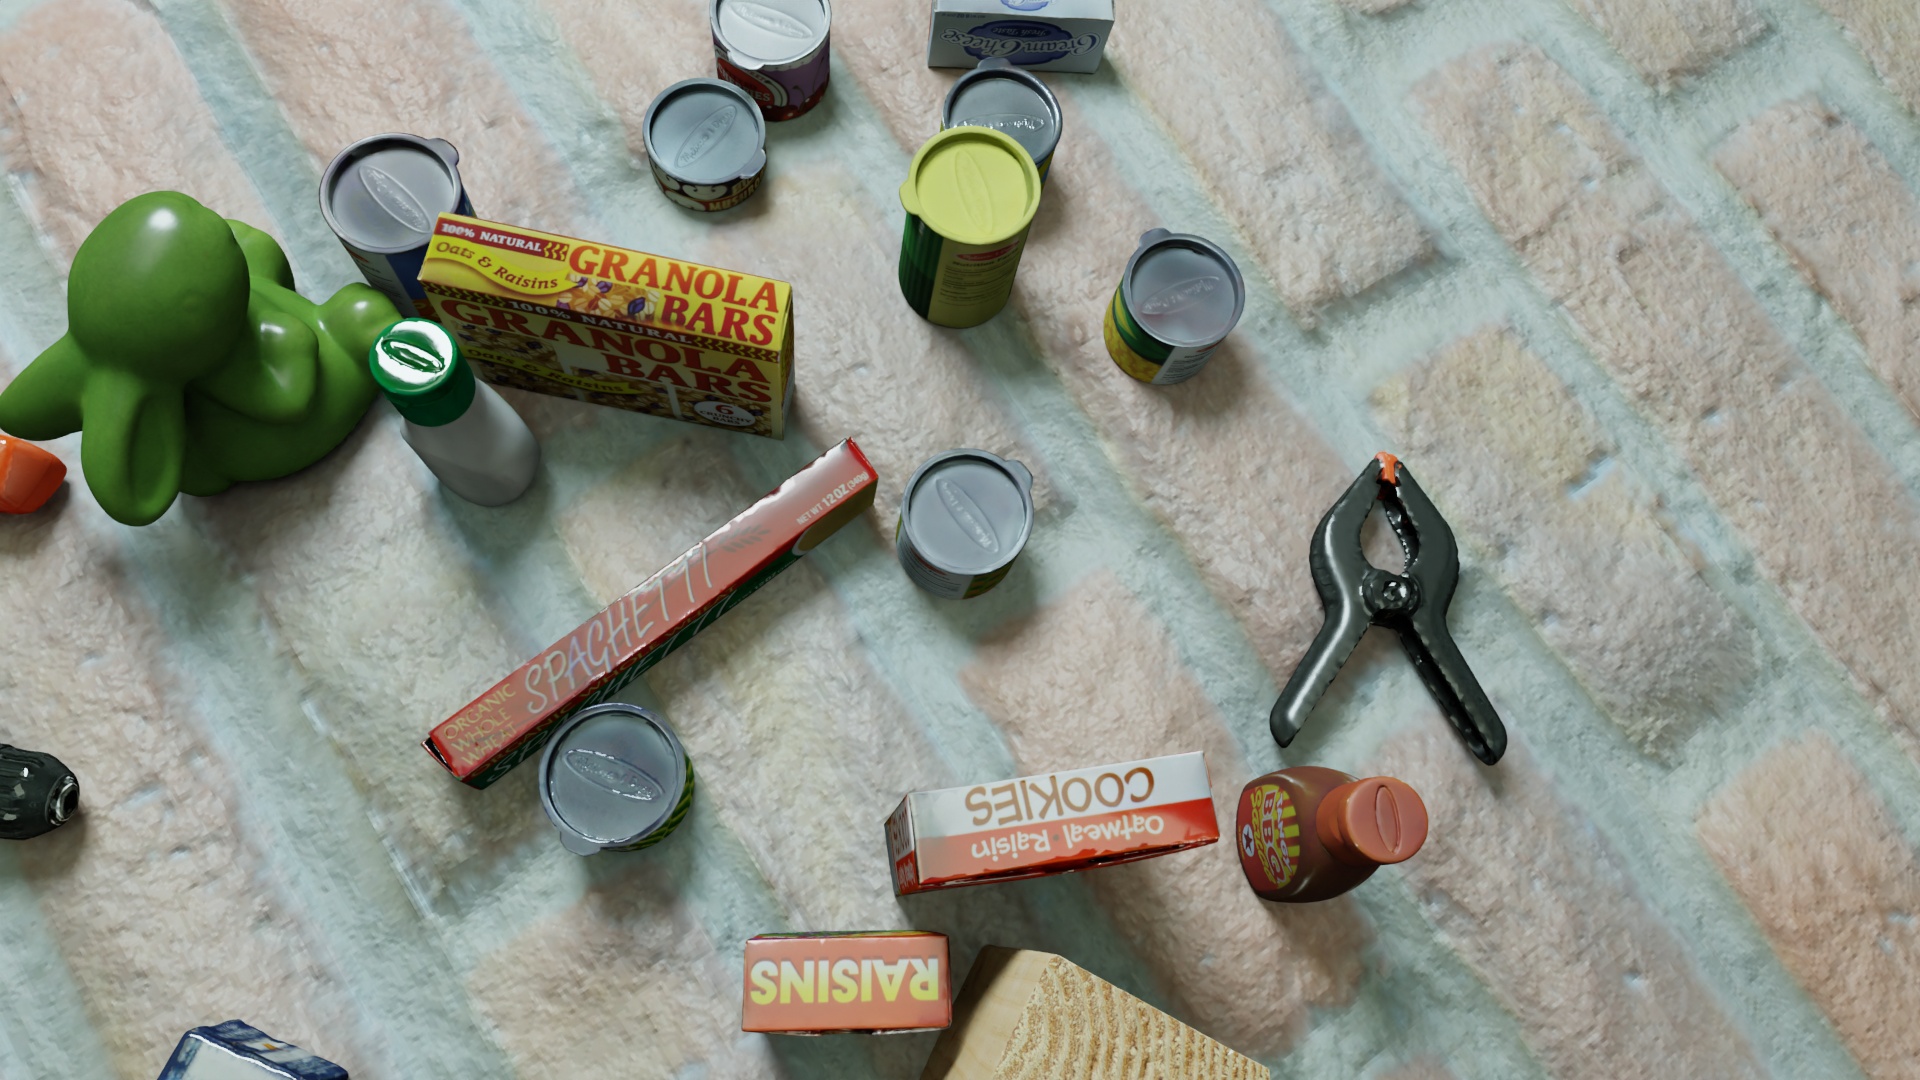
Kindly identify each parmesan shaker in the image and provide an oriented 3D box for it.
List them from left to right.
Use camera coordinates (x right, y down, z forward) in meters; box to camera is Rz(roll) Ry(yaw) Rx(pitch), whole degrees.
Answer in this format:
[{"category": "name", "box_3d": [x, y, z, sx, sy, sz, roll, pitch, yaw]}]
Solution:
[{"category": "parmesan shaker", "box_3d": [-0.001, -0.162, 0.735, 0.071, 0.102, 0.071, 2, 74, -6]}]

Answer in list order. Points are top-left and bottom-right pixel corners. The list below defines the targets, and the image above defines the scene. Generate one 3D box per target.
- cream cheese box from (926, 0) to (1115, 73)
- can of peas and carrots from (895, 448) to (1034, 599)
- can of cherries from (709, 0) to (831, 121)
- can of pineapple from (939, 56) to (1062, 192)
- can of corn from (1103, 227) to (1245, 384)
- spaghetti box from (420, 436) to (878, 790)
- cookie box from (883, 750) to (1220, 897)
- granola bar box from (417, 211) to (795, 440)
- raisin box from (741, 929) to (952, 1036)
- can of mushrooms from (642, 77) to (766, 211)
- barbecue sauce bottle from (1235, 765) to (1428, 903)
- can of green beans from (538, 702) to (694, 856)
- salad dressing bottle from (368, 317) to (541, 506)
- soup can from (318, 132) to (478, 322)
[{"category": "cream cheese box", "box_3d": [0.034, -0.297, 0.803, 0.104, 0.053, 0.024, 0, 75, -7]}, {"category": "can of peas and carrots", "box_3d": [0.003, -0.009, 0.715, 0.071, 0.058, 0.071, 2, 74, -6]}, {"category": "can of cherries", "box_3d": [-0.107, -0.277, 0.779, 0.071, 0.058, 0.071, 2, 74, -6]}, {"category": "can of pineapple", "box_3d": [0.020, -0.223, 0.778, 0.071, 0.057, 0.071, 2, 74, -6]}, {"category": "can of corn", "box_3d": [0.114, -0.128, 0.761, 0.071, 0.058, 0.071, 2, 74, -6]}, {"category": "spaghetti box", "box_3d": [-0.147, 0.035, 0.689, 0.251, 0.050, 0.029, -37, 82, -15]}, {"category": "cookie box", "box_3d": [0.033, 0.131, 0.622, 0.123, 0.167, 0.040, -7, 76, -8]}, {"category": "granola bar box", "box_3d": [-0.166, -0.103, 0.688, 0.166, 0.124, 0.039, 11, 74, -3]}, {"category": "raisin box", "box_3d": [-0.052, 0.194, 0.617, 0.086, 0.123, 0.040, 1, 75, -6]}, {"category": "can of mushrooms", "box_3d": [-0.139, -0.218, 0.771, 0.071, 0.033, 0.071, 2, 74, -6]}, {"category": "barbecue sauce bottle", "box_3d": [0.170, 0.135, 0.646, 0.044, 0.148, 0.065, -2, 75, -7]}, {"category": "can of green beans", "box_3d": [-0.162, 0.114, 0.661, 0.071, 0.057, 0.071, 2, 74, -6]}, {"category": "salad dressing bottle", "box_3d": [-0.238, -0.058, 0.655, 0.064, 0.147, 0.044, 23, 74, 0]}, {"category": "soup can", "box_3d": [-0.278, -0.160, 0.712, 0.071, 0.083, 0.071, 2, 74, -6]}]
